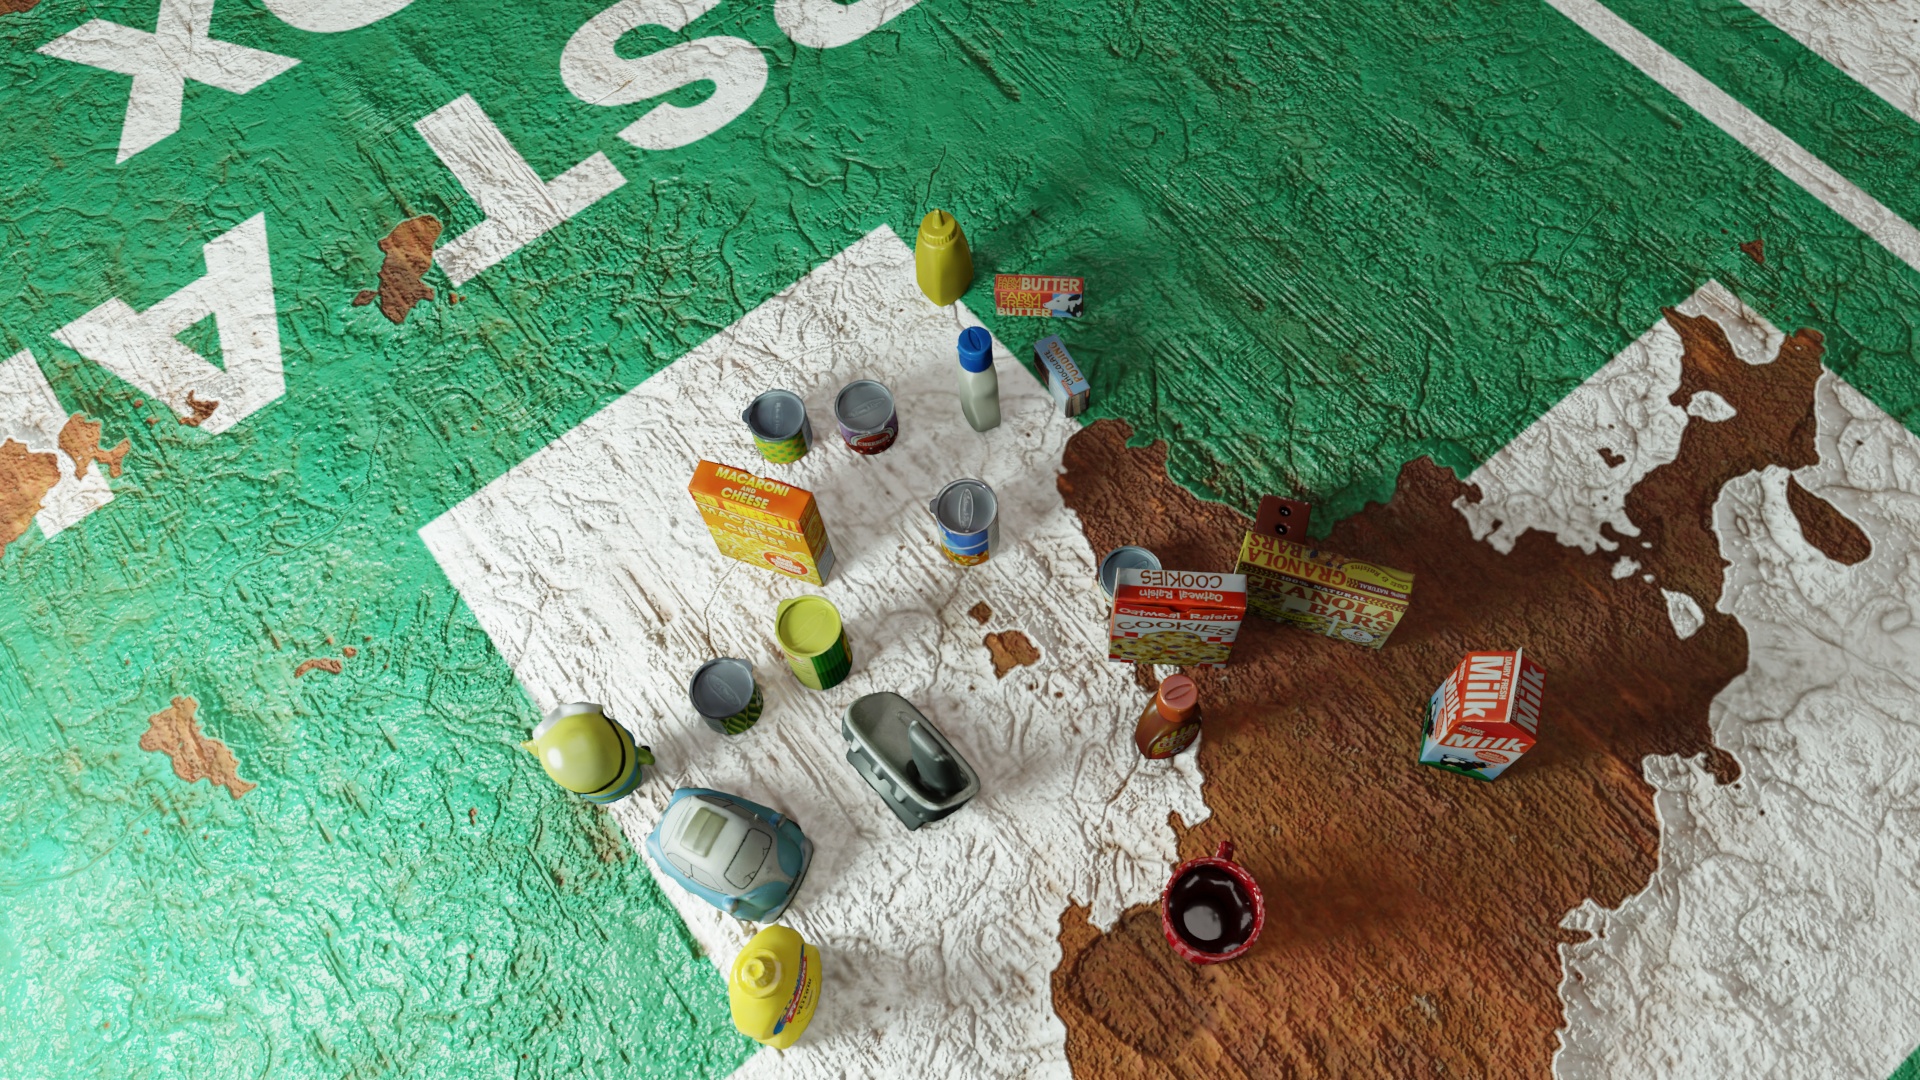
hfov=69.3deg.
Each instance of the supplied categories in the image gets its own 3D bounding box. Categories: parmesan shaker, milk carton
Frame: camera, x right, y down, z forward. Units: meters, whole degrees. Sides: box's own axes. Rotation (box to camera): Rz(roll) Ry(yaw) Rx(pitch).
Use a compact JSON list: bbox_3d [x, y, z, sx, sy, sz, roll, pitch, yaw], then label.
[{"bbox_3d":[-0.149,0.103,1.414,0.071,0.102,0.071,-1,65,3],"label":"parmesan shaker"},{"bbox_3d":[0.493,0.163,1.305,0.073,0.189,0.072,14,67,10],"label":"milk carton"}]

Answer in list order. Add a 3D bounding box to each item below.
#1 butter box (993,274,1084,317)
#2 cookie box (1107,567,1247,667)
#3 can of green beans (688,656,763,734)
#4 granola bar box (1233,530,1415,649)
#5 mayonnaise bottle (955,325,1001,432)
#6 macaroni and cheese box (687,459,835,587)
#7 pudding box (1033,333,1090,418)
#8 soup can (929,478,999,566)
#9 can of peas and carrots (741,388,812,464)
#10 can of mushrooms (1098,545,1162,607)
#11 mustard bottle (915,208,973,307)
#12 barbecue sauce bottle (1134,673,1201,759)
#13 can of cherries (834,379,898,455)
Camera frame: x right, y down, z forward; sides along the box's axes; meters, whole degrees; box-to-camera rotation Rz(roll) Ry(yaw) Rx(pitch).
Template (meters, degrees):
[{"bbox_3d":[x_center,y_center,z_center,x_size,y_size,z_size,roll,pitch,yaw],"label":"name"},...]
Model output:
[{"bbox_3d":[0.091,-0.284,1.611,0.103,0.053,0.024,3,65,4],"label":"butter box"},{"bbox_3d":[0.211,0.080,1.371,0.123,0.166,0.040,3,65,4],"label":"cookie box"},{"bbox_3d":[-0.238,0.159,1.417,0.071,0.057,0.071,-1,65,2],"label":"can of green beans"},{"bbox_3d":[0.358,0.052,1.401,0.166,0.123,0.039,15,67,10],"label":"granola bar box"},{"bbox_3d":[0.019,-0.178,1.513,0.041,0.147,0.065,-19,66,-6],"label":"mayonnaise bottle"},{"bbox_3d":[-0.203,-0.017,1.438,0.124,0.165,0.040,17,67,10],"label":"macaroni and cheese box"},{"bbox_3d":[0.114,-0.186,1.566,0.030,0.049,0.084,-26,66,-9],"label":"pudding box"},{"bbox_3d":[0.005,-0.018,1.474,0.071,0.083,0.071,-1,65,3],"label":"soup can"},{"bbox_3d":[-0.203,-0.126,1.549,0.071,0.058,0.071,-1,65,2],"label":"can of peas and carrots"},{"bbox_3d":[0.181,0.043,1.464,0.071,0.033,0.071,-1,65,2],"label":"can of mushrooms"},{"bbox_3d":[-0.021,-0.331,1.580,0.065,0.159,0.049,-40,70,-14],"label":"mustard bottle"},{"bbox_3d":[0.204,0.169,1.340,0.065,0.148,0.044,-23,66,-7],"label":"barbecue sauce bottle"},{"bbox_3d":[-0.103,-0.134,1.548,0.071,0.058,0.072,-1,65,2],"label":"can of cherries"}]
